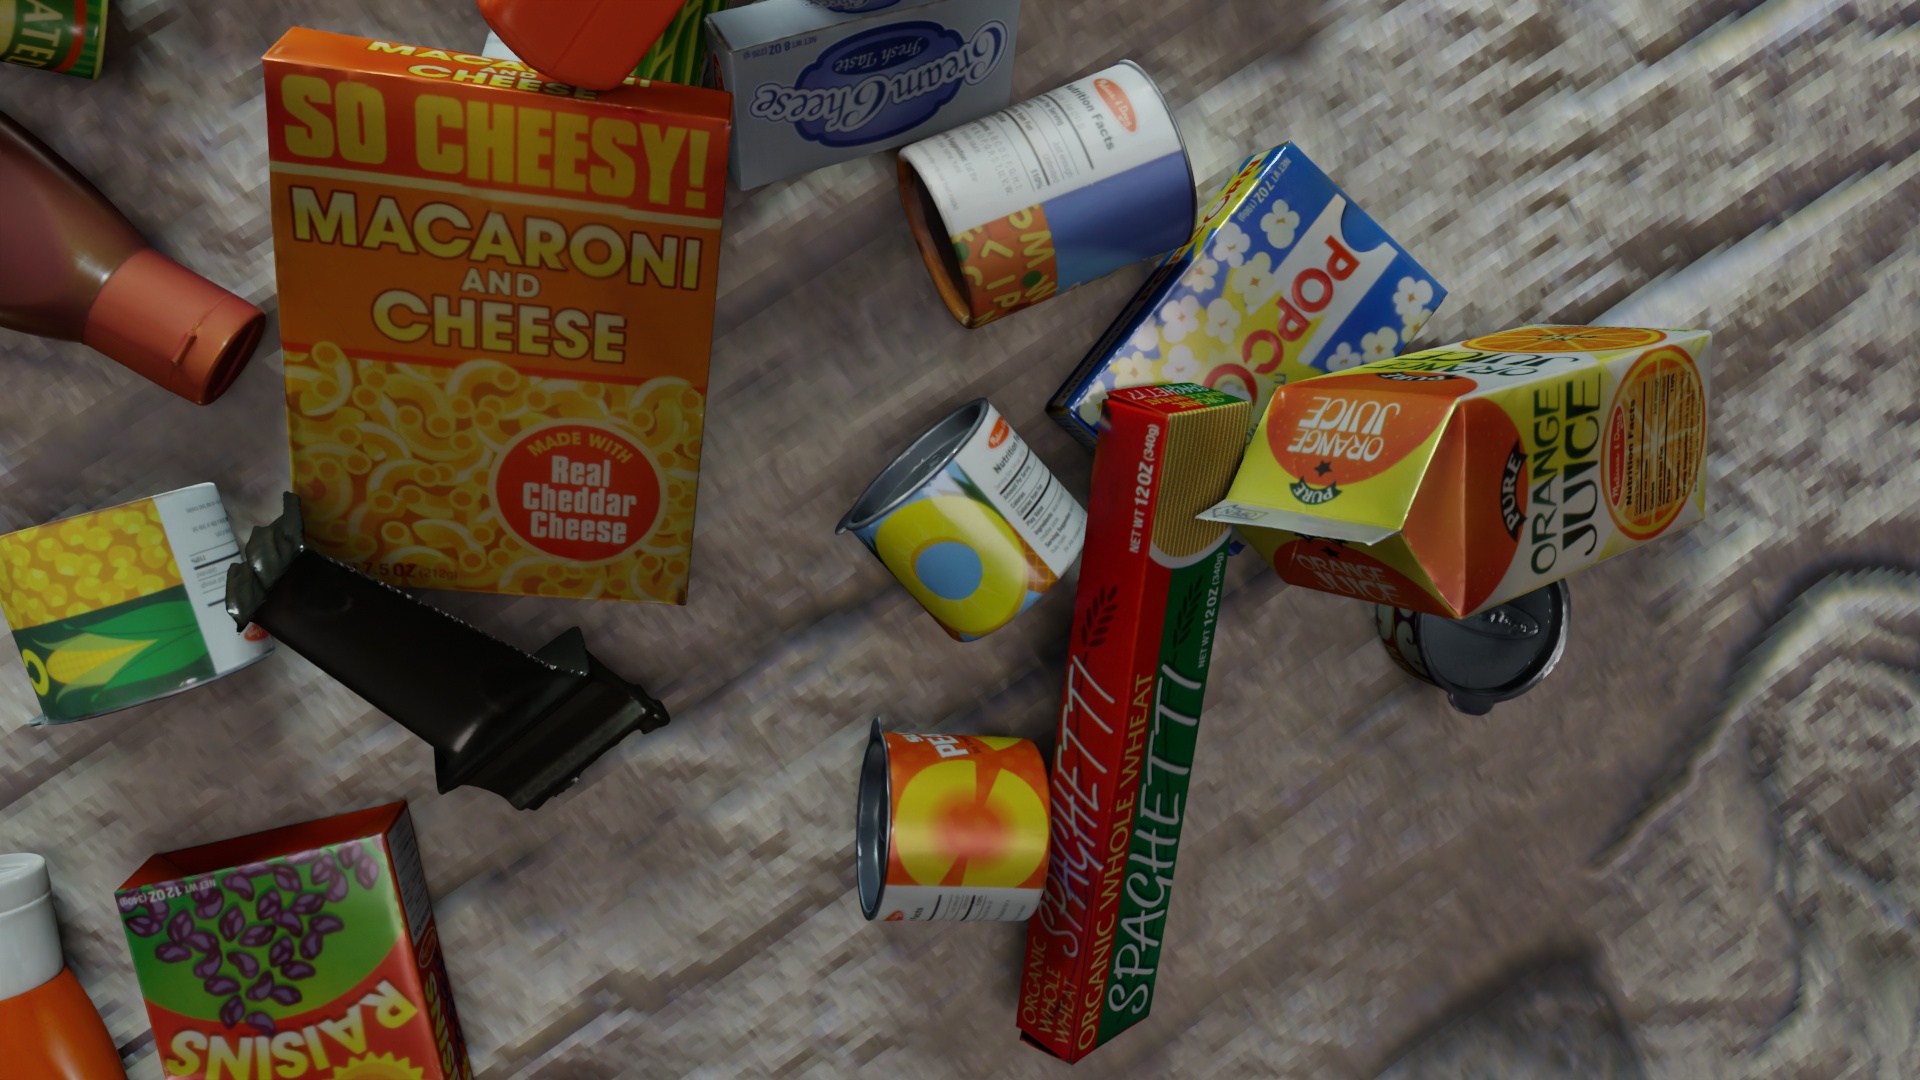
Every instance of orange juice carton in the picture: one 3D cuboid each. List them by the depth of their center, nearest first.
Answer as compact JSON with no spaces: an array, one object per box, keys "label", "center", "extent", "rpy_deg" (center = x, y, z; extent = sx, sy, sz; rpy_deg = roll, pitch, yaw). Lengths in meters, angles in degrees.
[{"label":"orange juice carton","center":[0.174,-0.025,0.476],"extent":[0.193,0.072,0.072],"rpy_deg":[-16,107,-33]}]

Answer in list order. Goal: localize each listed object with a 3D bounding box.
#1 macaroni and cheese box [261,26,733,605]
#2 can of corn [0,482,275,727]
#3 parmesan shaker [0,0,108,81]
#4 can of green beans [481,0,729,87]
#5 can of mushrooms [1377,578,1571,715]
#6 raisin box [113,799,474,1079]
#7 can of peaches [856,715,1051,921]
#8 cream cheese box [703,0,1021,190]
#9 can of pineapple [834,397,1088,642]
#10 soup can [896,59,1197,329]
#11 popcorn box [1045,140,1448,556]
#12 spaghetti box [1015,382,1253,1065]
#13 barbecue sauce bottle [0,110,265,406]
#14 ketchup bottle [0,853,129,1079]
[{"label":"macaroni and cheese box","center":[-0.140,-0.061,0.428],"extent":[0.124,0.040,0.165],"rpy_deg":[5,122,-13]},{"label":"can of corn","center":[-0.260,0.019,0.432],"extent":[0.071,0.071,0.058],"rpy_deg":[-16,100,-9]},{"label":"parmesan shaker","center":[-0.297,-0.169,0.383],"extent":[0.103,0.071,0.071],"rpy_deg":[1,98,-36]},{"label":"can of green beans","center":[-0.110,-0.165,0.440],"extent":[0.071,0.071,0.057],"rpy_deg":[18,94,-13]},{"label":"can of mushrooms","center":[0.201,0.031,0.547],"extent":[0.071,0.033,0.071],"rpy_deg":[-2,98,-12]},{"label":"raisin box","center":[-0.222,0.160,0.473],"extent":[0.086,0.040,0.123],"rpy_deg":[-12,98,-11]},{"label":"can of peaches","center":[-0.004,0.100,0.497],"extent":[0.058,0.071,0.071],"rpy_deg":[5,97,-12]},{"label":"cream cheese box","center":[-0.031,-0.155,0.456],"extent":[0.104,0.053,0.024],"rpy_deg":[-22,56,-20]},{"label":"can of pineapple","center":[0.002,-0.006,0.485],"extent":[0.071,0.071,0.058],"rpy_deg":[-43,104,-3]},{"label":"soup can","center":[0.029,-0.116,0.477],"extent":[0.084,0.071,0.071],"rpy_deg":[-23,102,-7]},{"label":"popcorn box","center":[0.104,-0.069,0.511],"extent":[0.085,0.038,0.126],"rpy_deg":[39,89,-13]},{"label":"spaghetti box","center":[0.059,0.069,0.491],"extent":[0.050,0.029,0.249],"rpy_deg":[-12,115,-44]},{"label":"barbecue sauce bottle","center":[-0.292,-0.094,0.423],"extent":[0.148,0.044,0.065],"rpy_deg":[31,95,-14]},{"label":"ketchup bottle","center":[-0.308,0.179,0.454],"extent":[0.065,0.043,0.148],"rpy_deg":[-6,98,-12]}]
